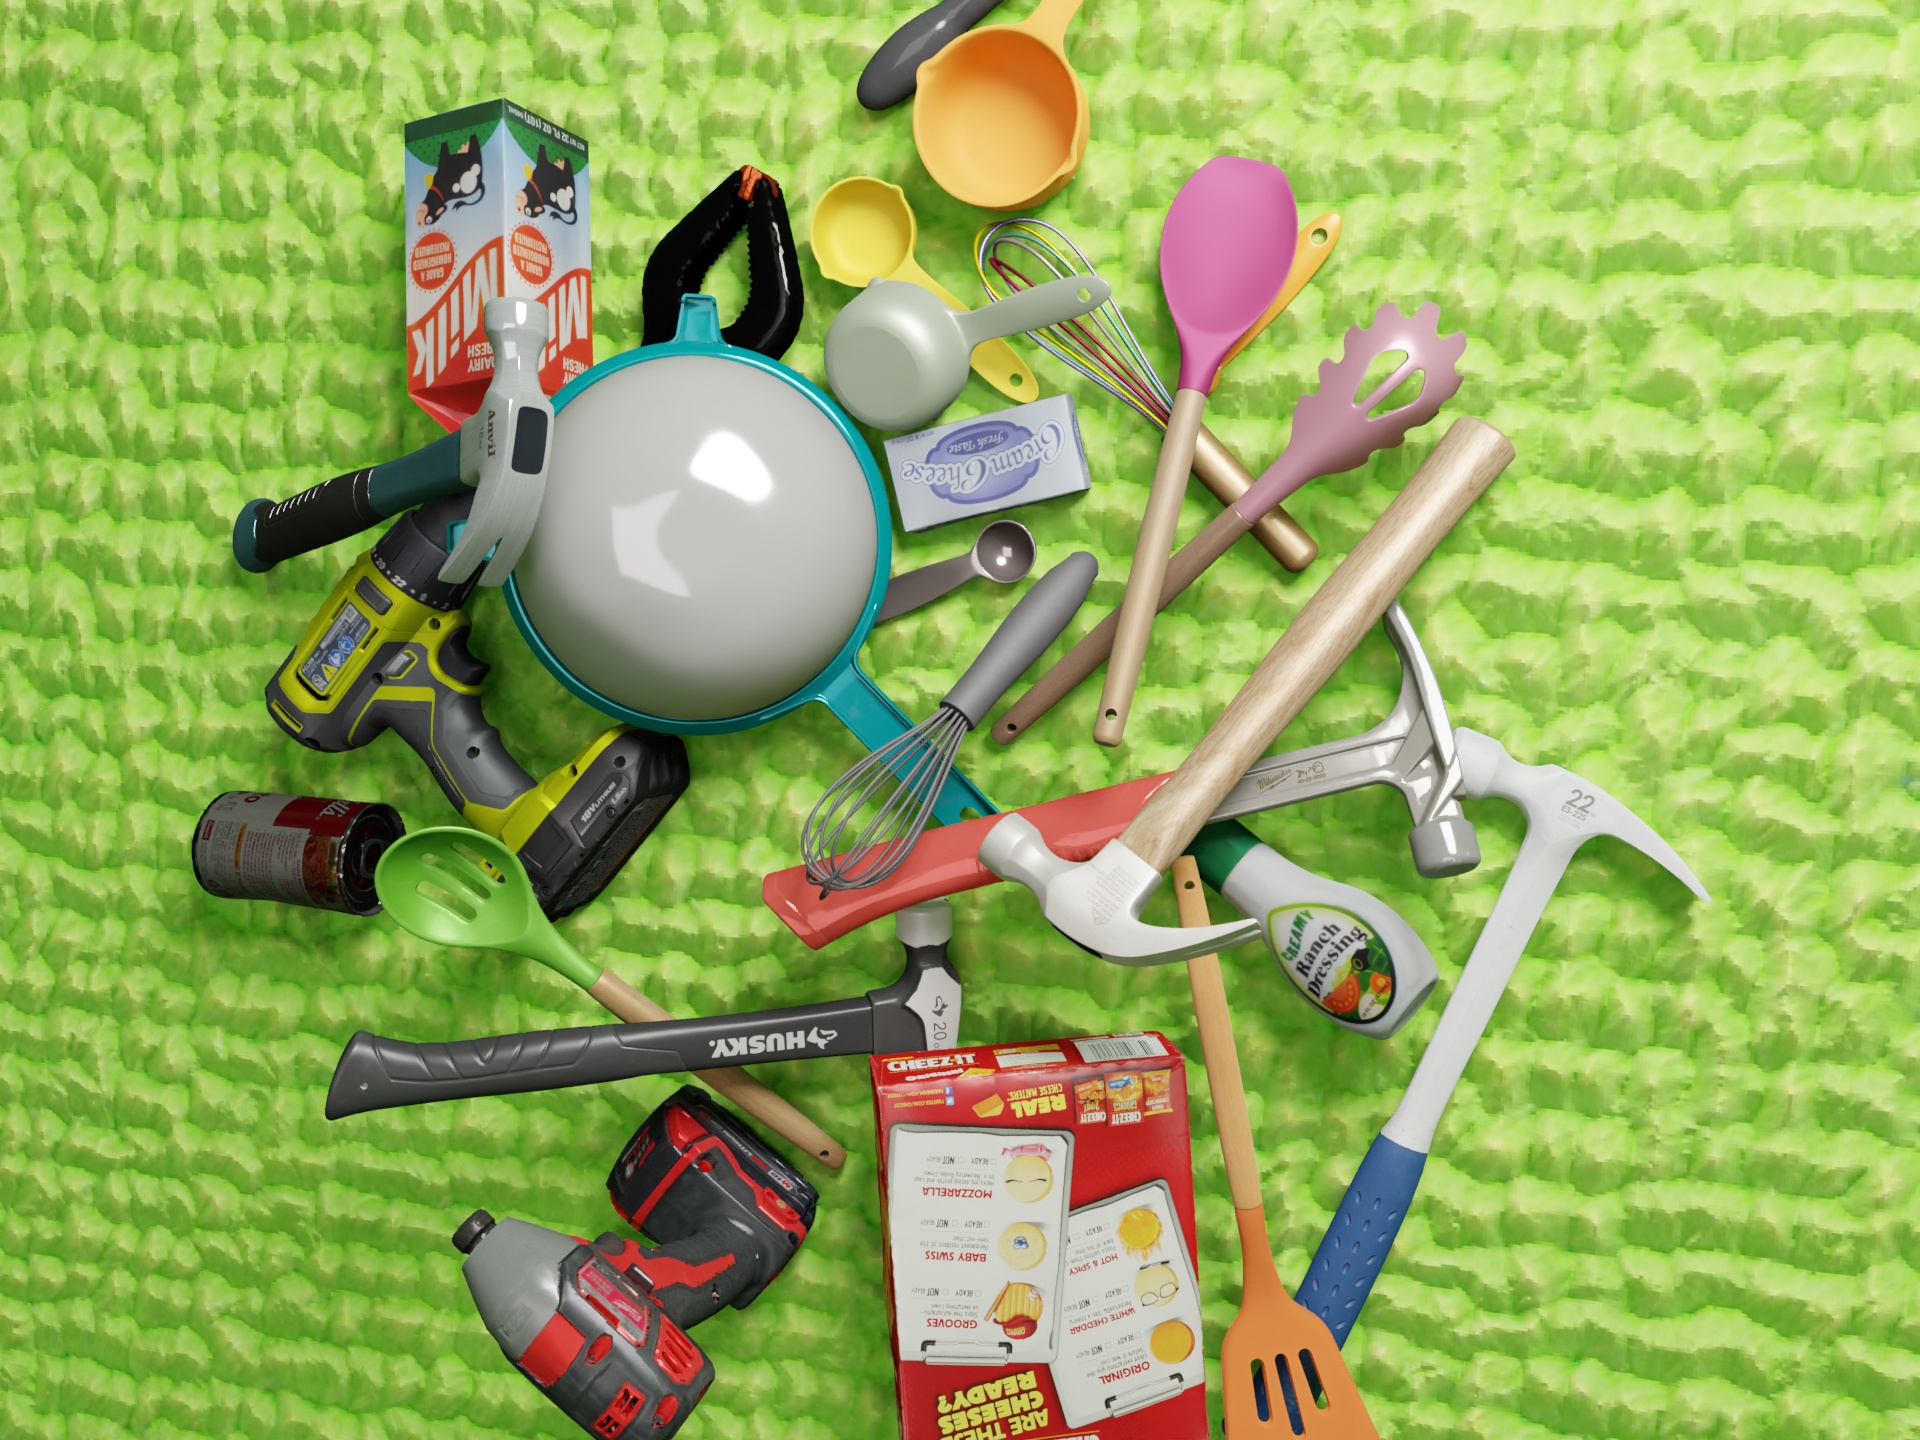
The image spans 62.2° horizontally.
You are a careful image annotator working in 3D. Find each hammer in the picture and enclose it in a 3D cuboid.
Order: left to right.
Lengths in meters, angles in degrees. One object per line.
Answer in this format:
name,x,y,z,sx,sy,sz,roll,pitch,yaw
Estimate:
hammer,-0.313,-0.122,0.850,0.331,0.033,0.128,-6,83,45
hammer,-0.164,0.181,0.855,0.334,0.035,0.146,-4,101,-14
hammer,0.070,0.044,0.819,0.359,0.036,0.149,-14,68,9
hammer,0.161,-0.018,0.781,0.130,0.031,0.331,38,83,23
hammer,0.244,0.215,0.836,0.144,0.035,0.405,24,100,10

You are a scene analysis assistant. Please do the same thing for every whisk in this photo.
whisk,-0.001,-0.002,0.820,0.055,0.055,0.239,37,70,7
whisk,0.055,-0.412,0.811,0.284,0.070,0.070,-37,87,18
whisk,0.094,-0.167,0.831,0.245,0.047,0.051,47,122,1

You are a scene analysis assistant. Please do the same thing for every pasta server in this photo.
pasta server,0.127,-0.090,0.816,0.060,0.040,0.316,45,116,-3

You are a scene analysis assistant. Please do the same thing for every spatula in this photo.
spatula,0.146,0.229,0.821,0.081,0.041,0.322,-11,92,0

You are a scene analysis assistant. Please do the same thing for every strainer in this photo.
strainer,-0.093,-0.048,0.824,0.211,0.095,0.340,-45,97,-2

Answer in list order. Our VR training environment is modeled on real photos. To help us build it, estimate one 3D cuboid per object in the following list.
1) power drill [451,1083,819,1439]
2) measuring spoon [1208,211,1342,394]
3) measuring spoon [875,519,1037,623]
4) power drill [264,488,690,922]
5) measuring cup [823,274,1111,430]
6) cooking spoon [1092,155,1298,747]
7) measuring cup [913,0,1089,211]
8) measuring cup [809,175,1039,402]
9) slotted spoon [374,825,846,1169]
power drill,-0.169,0.281,0.842,0.143,0.219,0.078,39,102,6
measuring spoon,0.157,-0.217,0.827,0.021,0.011,0.117,42,103,6
measuring spoon,-0.013,-0.078,0.881,0.124,0.018,0.034,-20,95,21
power drill,-0.269,-0.014,0.912,0.228,0.080,0.190,43,103,8
measuring cup,-0.001,-0.196,0.818,0.167,0.038,0.083,-8,117,36
cooking spoon,0.110,-0.140,0.797,0.069,0.017,0.319,14,79,7
measuring cup,0.045,-0.344,0.815,0.095,0.052,0.173,33,105,5
measuring cup,-0.015,-0.230,0.864,0.156,0.029,0.062,43,105,-6
slotted spoon,-0.184,0.160,0.879,0.313,0.031,0.070,41,97,-17
